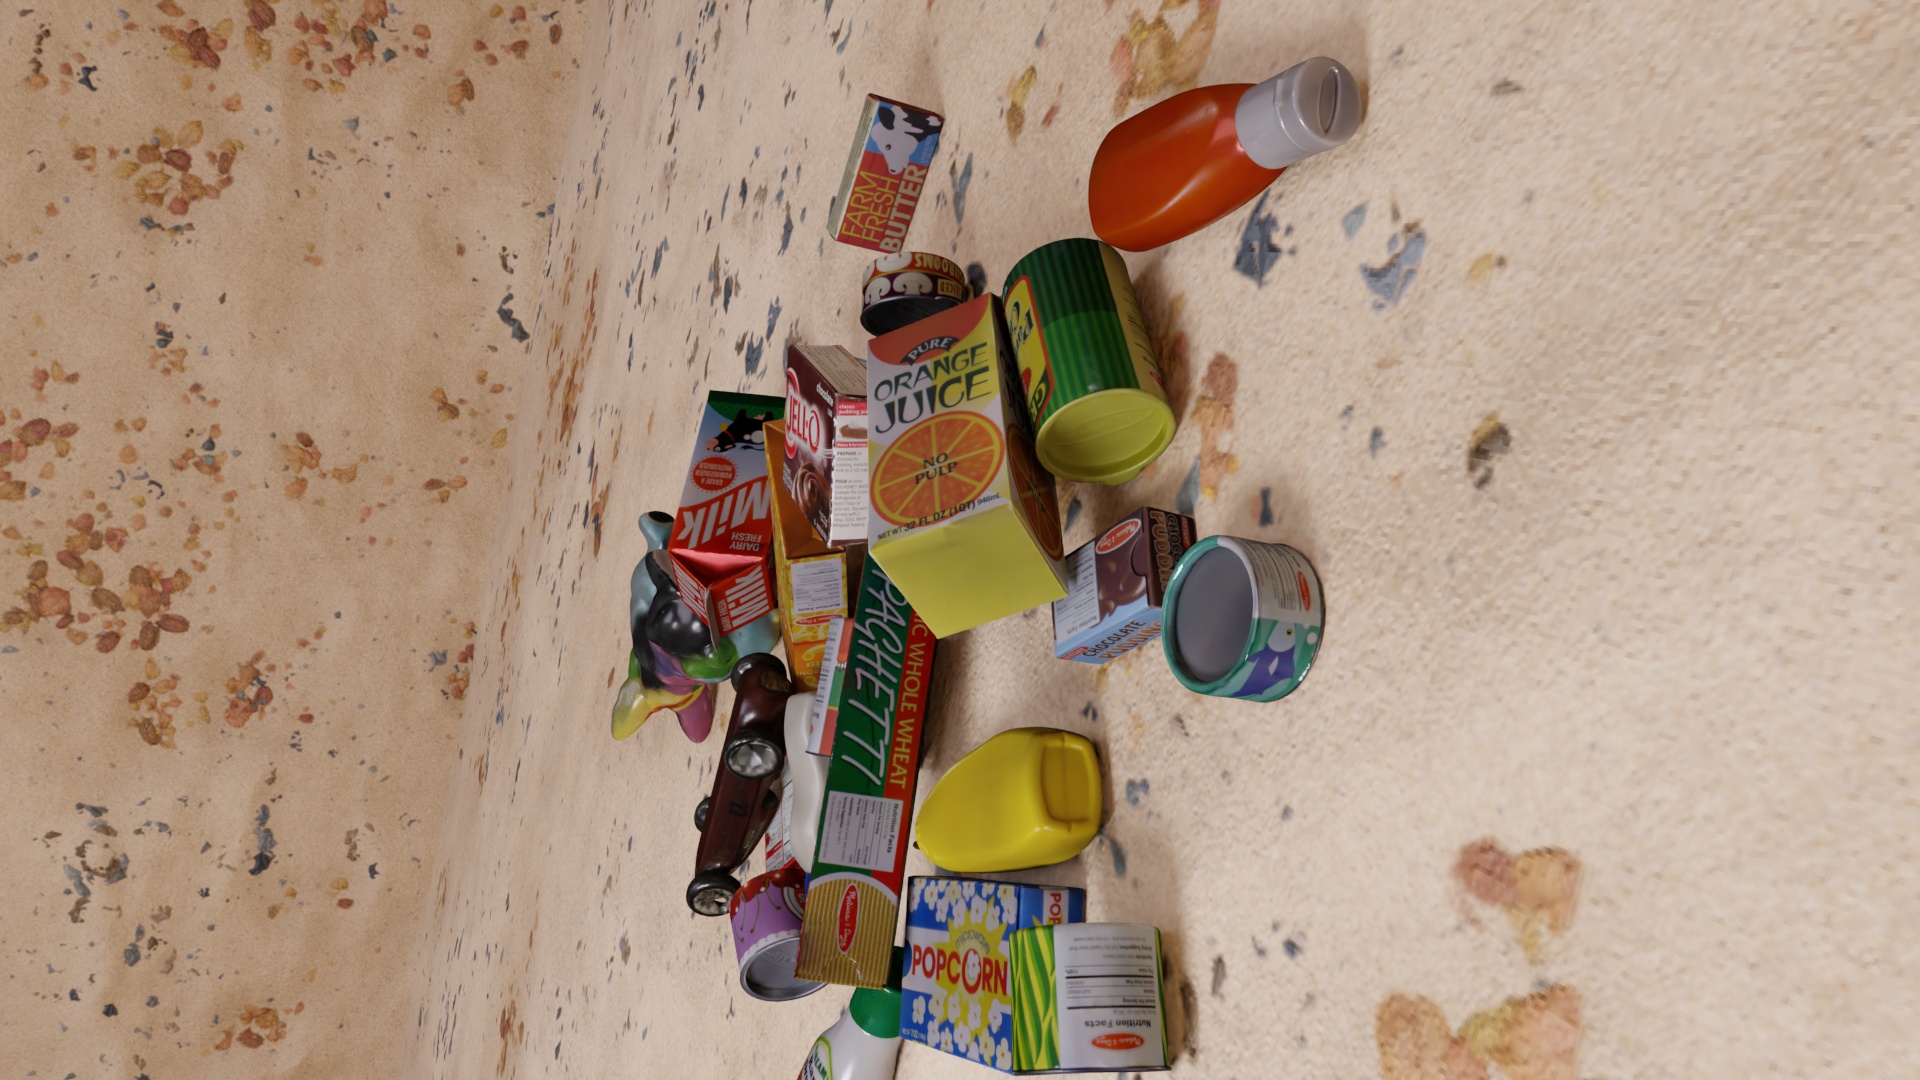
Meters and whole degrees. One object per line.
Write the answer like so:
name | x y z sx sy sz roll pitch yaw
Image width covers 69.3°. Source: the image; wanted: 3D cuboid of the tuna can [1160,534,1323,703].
tuna can | 0.112 0.033 0.564 0.071 0.033 0.071 -32 54 57

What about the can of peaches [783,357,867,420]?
can of peaches | -0.092 -0.097 0.982 0.071 0.071 0.058 -5 78 63

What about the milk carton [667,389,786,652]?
milk carton | -0.167 -0.015 1.033 0.072 0.073 0.191 92 -176 -57

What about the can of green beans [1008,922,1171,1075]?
can of green beans | 0.054 0.195 0.589 0.071 0.071 0.058 -37 49 55

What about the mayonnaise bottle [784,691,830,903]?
mayonnaise bottle | -0.080 0.171 0.876 0.041 0.065 0.148 -15 72 49

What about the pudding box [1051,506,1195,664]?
pudding box | 0.075 0.023 0.646 0.083 0.030 0.050 -38 48 55

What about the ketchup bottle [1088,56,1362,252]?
ketchup bottle | 0.113 -0.174 0.619 0.148 0.043 0.065 -3 76 63

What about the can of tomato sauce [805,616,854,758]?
can of tomato sauce | -0.051 0.093 0.836 0.071 0.071 0.083 -6 73 63

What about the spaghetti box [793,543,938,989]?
spaghetti box | -0.046 0.116 0.769 0.028 0.050 0.251 102 177 -70

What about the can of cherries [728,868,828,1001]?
can of cherries | -0.114 0.257 0.912 0.071 0.071 0.058 -65 29 29

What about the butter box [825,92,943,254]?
butter box | -0.054 -0.256 0.976 0.024 0.053 0.103 54 130 52

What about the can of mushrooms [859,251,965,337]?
can of mushrooms | -0.028 -0.153 0.875 0.071 0.071 0.033 -31 54 58

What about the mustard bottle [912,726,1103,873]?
mustard bottle | 0.014 0.139 0.708 0.159 0.049 0.065 -37 49 56

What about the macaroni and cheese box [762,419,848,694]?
macaroni and cheese box | -0.102 0.020 0.928 0.165 0.040 0.124 94 166 -47

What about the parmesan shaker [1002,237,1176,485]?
parmesan shaker | 0.060 -0.087 0.675 0.071 0.071 0.103 -54 36 43

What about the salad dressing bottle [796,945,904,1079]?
salad dressing bottle | -0.059 0.299 0.809 0.147 0.044 0.064 -66 28 26

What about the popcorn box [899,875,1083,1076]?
popcorn box | 0.014 0.214 0.697 0.126 0.038 0.085 -21 64 61

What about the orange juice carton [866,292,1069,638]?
orange juice carton | 0.000 -0.054 0.698 0.072 0.072 0.194 -19 45 16
